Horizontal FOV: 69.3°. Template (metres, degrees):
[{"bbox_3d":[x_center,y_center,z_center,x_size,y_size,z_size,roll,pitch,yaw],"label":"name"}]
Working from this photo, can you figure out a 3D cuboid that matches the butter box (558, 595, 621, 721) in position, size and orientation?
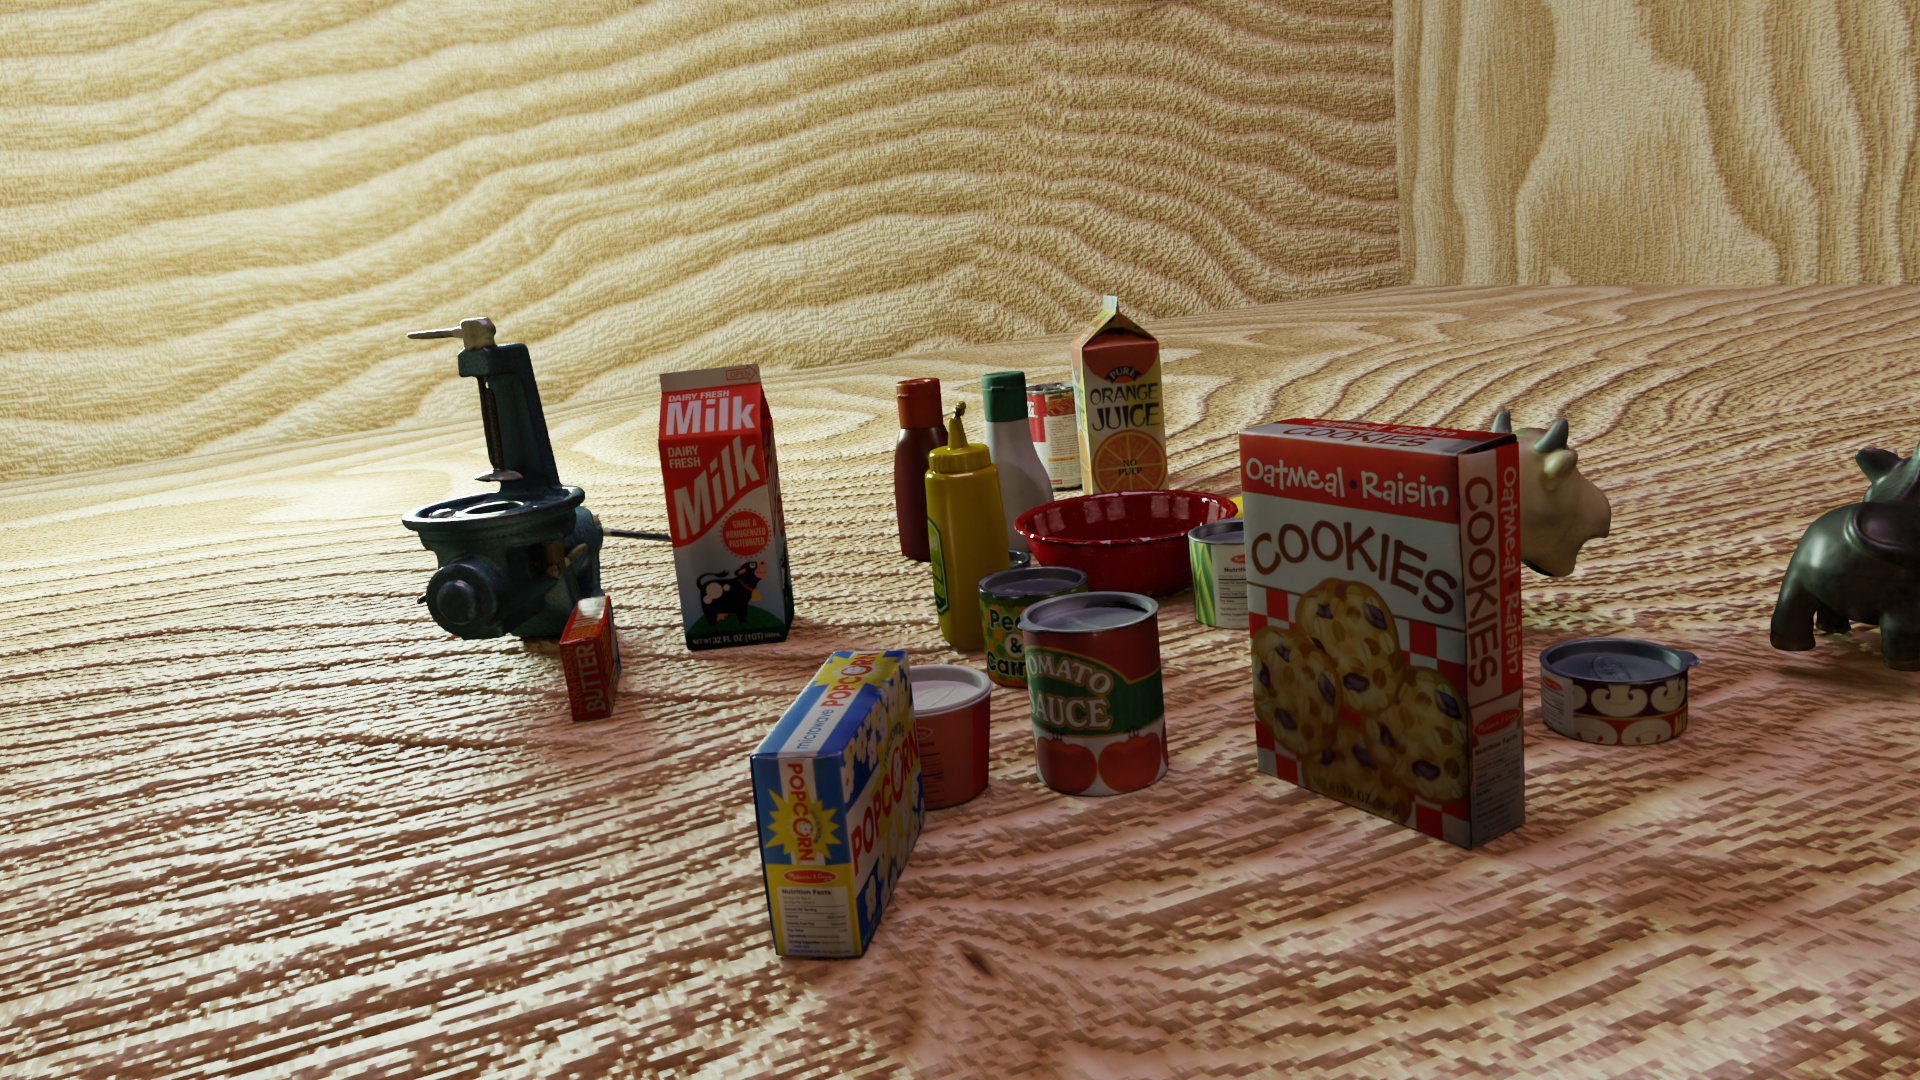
[{"bbox_3d":[-0.233,0.073,0.880,0.024,0.053,0.103,-8,13,-8],"label":"butter box"}]

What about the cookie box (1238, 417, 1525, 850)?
[{"bbox_3d":[0.182,0.034,0.607,0.040,0.167,0.123,-13,14,-31],"label":"cookie box"}]

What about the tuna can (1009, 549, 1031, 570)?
[{"bbox_3d":[0.017,0.030,0.999,0.071,0.032,0.071,-6,13,1],"label":"tuna can"}]

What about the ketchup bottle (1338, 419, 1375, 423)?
[{"bbox_3d":[0.204,0.012,0.735,0.065,0.148,0.043,-7,12,-5],"label":"ketchup bottle"}]

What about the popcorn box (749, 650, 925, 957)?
[{"bbox_3d":[-0.048,0.105,0.583,0.038,0.085,0.127,-4,13,11],"label":"popcorn box"}]

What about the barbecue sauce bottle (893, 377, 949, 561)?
[{"bbox_3d":[-0.028,-0.059,1.148,0.065,0.148,0.044,6,17,43],"label":"barbecue sauce bottle"}]

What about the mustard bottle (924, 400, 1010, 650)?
[{"bbox_3d":[0.003,-0.011,0.901,0.049,0.159,0.065,-9,13,-12],"label":"mustard bottle"}]

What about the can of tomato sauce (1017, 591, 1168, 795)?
[{"bbox_3d":[0.064,0.074,0.675,0.071,0.083,0.071,-6,12,1],"label":"can of tomato sauce"}]

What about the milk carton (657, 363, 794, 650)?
[{"bbox_3d":[-0.164,-0.026,0.974,0.072,0.190,0.073,-6,12,0],"label":"milk carton"}]

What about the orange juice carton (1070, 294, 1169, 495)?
[{"bbox_3d":[0.145,-0.129,1.277,0.073,0.192,0.072,-6,12,-2],"label":"orange juice carton"}]

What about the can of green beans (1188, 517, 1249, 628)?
[{"bbox_3d":[0.184,0.021,0.907,0.071,0.057,0.071,-6,13,1],"label":"can of green beans"}]

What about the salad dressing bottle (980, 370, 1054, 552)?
[{"bbox_3d":[0.042,-0.065,1.145,0.064,0.147,0.044,-2,13,19],"label":"salad dressing bottle"}]

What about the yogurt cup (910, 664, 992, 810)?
[{"bbox_3d":[-0.016,0.096,0.678,0.072,0.053,0.072,-6,13,1],"label":"yogurt cup"}]

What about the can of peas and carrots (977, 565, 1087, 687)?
[{"bbox_3d":[0.045,0.052,0.834,0.071,0.058,0.071,-6,13,1],"label":"can of peas and carrots"}]

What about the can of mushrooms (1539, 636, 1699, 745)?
[{"bbox_3d":[0.320,0.072,0.675,0.071,0.033,0.071,-6,13,1],"label":"can of mushrooms"}]
